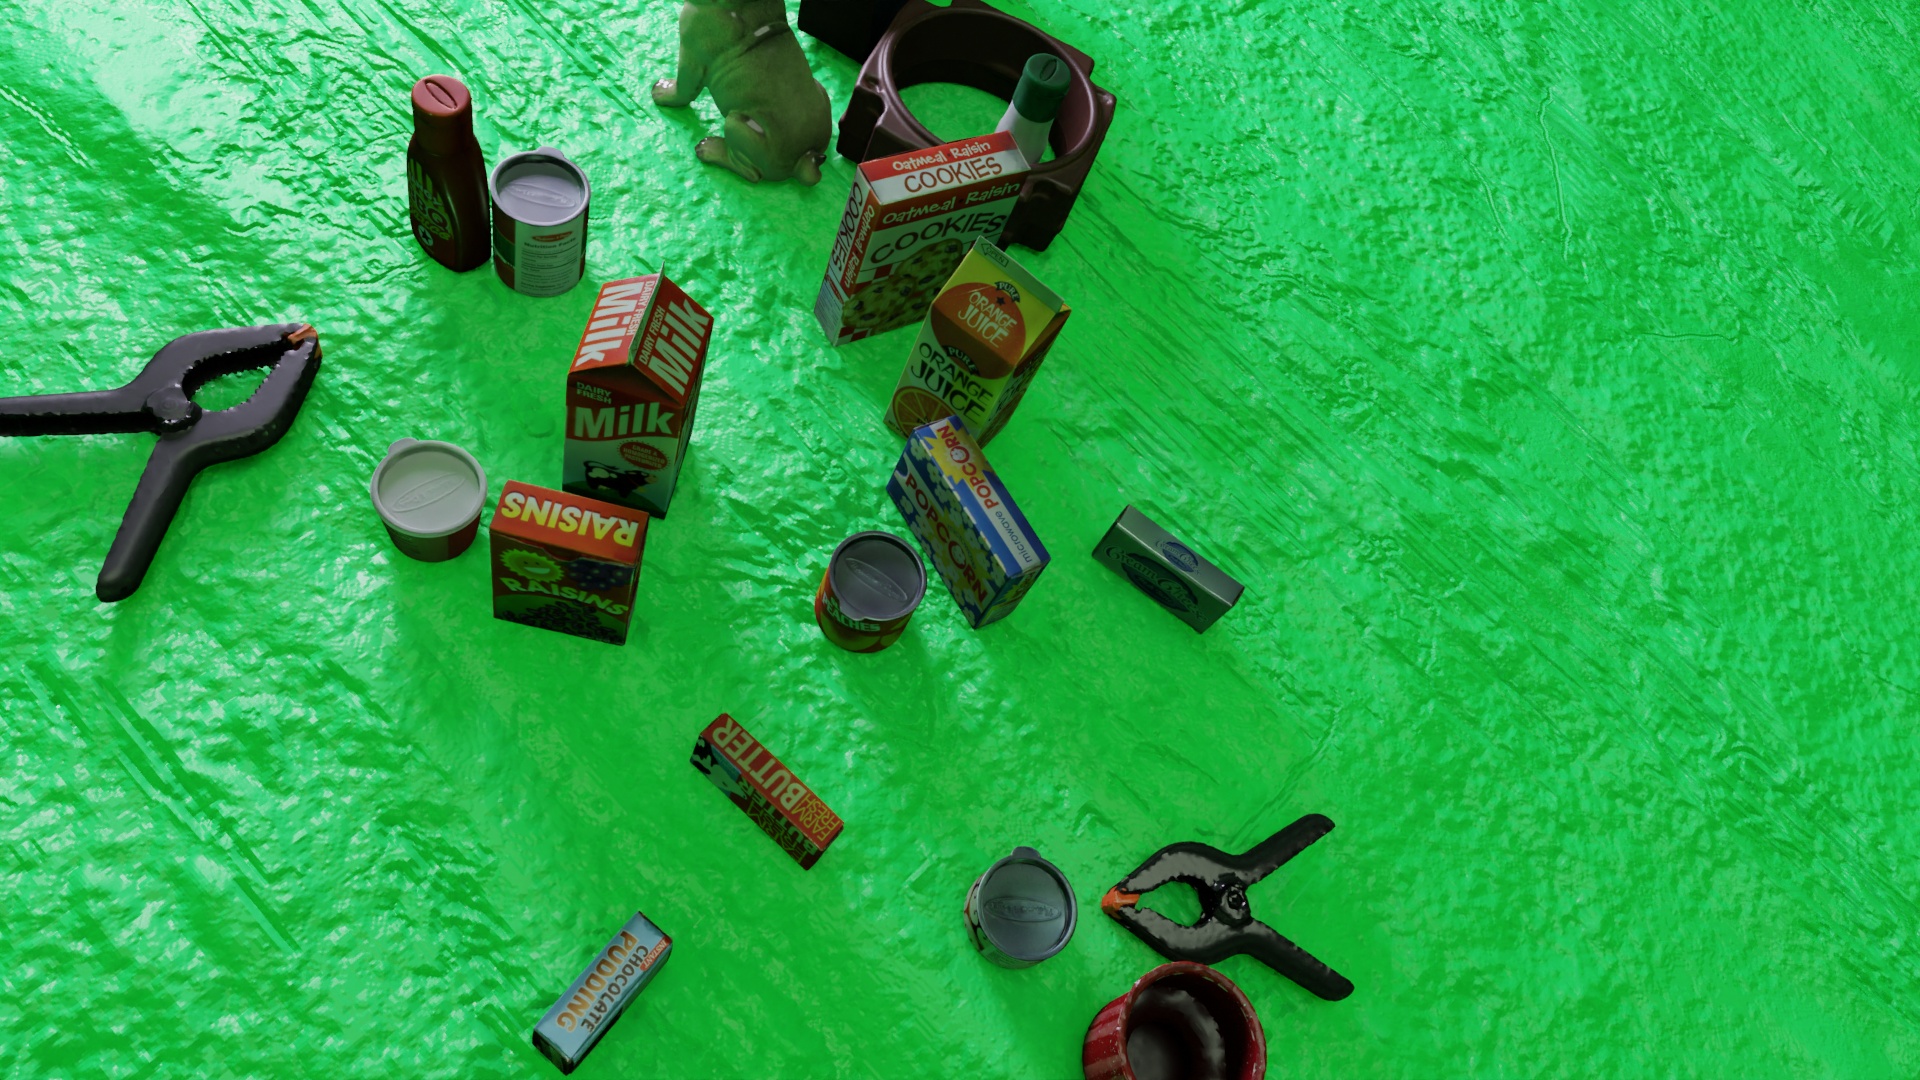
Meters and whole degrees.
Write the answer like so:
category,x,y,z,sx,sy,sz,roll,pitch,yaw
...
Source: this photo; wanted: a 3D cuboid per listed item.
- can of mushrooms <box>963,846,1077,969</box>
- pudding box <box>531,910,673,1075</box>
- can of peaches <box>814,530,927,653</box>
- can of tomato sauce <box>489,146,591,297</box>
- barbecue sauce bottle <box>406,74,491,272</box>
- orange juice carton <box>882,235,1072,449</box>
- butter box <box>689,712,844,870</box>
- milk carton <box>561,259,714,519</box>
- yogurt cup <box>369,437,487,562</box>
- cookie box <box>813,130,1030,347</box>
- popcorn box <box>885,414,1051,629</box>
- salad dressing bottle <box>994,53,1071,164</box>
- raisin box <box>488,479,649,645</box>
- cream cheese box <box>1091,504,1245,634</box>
category,x,y,z,sx,sy,sz,roll,pitch,yaw
can of mushrooms,0.037,0.231,0.872,0.071,0.033,0.071,8,61,-14
pudding box,-0.199,0.253,0.775,0.030,0.049,0.084,38,58,5
can of peaches,-0.063,0.037,0.931,0.071,0.057,0.071,8,61,-14
can of tomato sauce,-0.298,-0.224,0.983,0.071,0.082,0.071,8,61,-14
barbecue sauce bottle,-0.349,-0.250,0.943,0.065,0.147,0.044,45,59,9
orange juice carton,0.014,-0.131,0.968,0.072,0.191,0.073,39,58,5
butter box,-0.119,0.154,0.852,0.103,0.053,0.024,42,59,7
milk carton,-0.205,-0.094,0.879,0.073,0.189,0.073,16,59,-9
yogurt cup,-0.335,-0.021,0.879,0.072,0.053,0.073,8,61,-14
cookie box,-0.032,-0.219,1.016,0.123,0.166,0.040,-21,71,-26
popcorn box,0.003,-0.012,0.963,0.038,0.084,0.127,-24,72,-27
salad dressing bottle,0.048,-0.322,1.109,0.044,0.147,0.064,29,58,-1
raisin box,-0.240,0.017,0.847,0.086,0.122,0.040,15,59,-10
cream cheese box,0.149,0.022,1.009,0.104,0.053,0.024,36,58,4
